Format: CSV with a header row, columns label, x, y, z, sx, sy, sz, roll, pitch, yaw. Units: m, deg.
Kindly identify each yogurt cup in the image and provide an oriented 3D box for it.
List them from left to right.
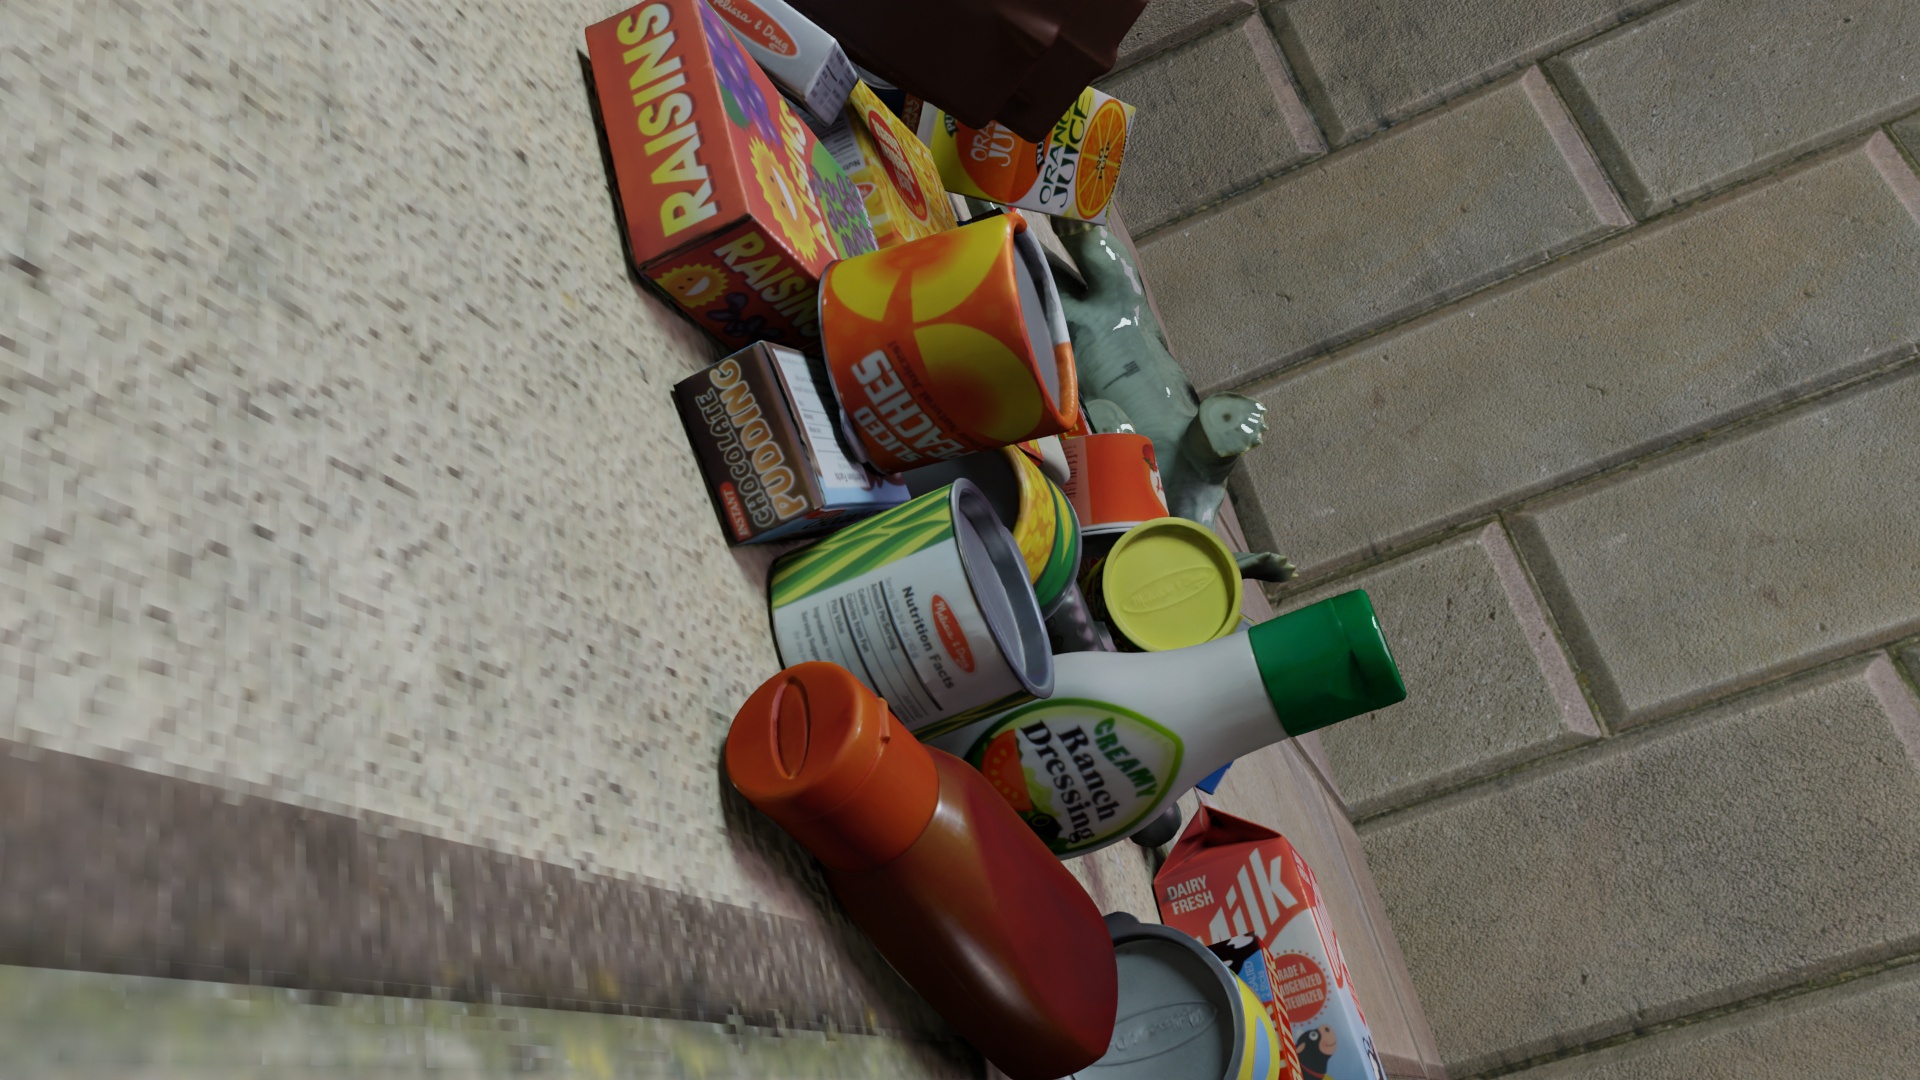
label,x,y,z,sx,sy,sz,roll,pitch,yaw
yogurt cup,0.074,-0.023,0.718,0.072,0.072,0.054,29,55,-69

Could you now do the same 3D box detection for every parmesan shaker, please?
label,x,y,z,sx,sy,sz,roll,pitch,yaw
parmesan shaker,0.092,0.035,0.687,0.103,0.071,0.071,118,-46,-75

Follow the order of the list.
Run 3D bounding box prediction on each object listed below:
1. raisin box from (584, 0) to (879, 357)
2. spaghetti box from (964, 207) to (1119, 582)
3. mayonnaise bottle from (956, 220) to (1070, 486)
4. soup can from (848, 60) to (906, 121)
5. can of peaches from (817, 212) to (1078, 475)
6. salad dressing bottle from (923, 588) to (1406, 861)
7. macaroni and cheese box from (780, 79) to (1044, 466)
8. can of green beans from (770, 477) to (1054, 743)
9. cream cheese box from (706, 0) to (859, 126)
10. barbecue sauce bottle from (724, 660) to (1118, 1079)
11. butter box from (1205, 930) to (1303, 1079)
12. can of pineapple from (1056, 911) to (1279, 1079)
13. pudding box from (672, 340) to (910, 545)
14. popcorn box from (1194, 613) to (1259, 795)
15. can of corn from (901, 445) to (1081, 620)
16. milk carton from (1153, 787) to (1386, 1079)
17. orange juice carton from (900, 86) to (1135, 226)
label,x,y,z,sx,sy,sz,roll,pitch,yaw
raisin box,-0.063,-0.100,0.437,0.123,0.040,0.086,39,32,-65
spaghetti box,0.048,-0.061,0.770,0.029,0.050,0.250,-8,76,-79
mayonnaise bottle,0.013,-0.094,0.704,0.064,0.041,0.148,29,40,-56
soup can,-0.022,-0.269,0.801,0.083,0.071,0.071,36,35,-67
can of peaches,-0.002,-0.055,0.406,0.071,0.058,0.071,-14,91,-74
salad dressing bottle,0.063,0.057,0.437,0.064,0.147,0.044,64,14,-13
macaroni and cheese box,-0.022,-0.109,0.600,0.166,0.040,0.124,70,15,10
can of green beans,-0.013,0.023,0.393,0.071,0.058,0.071,60,16,-29
cream cheese box,-0.066,-0.174,0.490,0.053,0.024,0.104,35,10,-7
barbecue sauce bottle,-0.005,0.085,0.358,0.148,0.043,0.065,54,19,-42
butter box,0.114,0.220,0.580,0.024,0.053,0.104,56,18,-36
can of pineapple,0.068,0.165,0.461,0.057,0.071,0.071,51,22,-54
pudding box,-0.046,-0.027,0.404,0.049,0.030,0.084,68,14,3
popcorn box,0.128,0.078,0.729,0.038,0.085,0.126,31,0,1
can of corn,0.002,-0.006,0.473,0.058,0.071,0.071,37,33,-64
milk carton,0.151,0.216,0.685,0.072,0.073,0.191,49,23,-53
orange juice carton,0.024,-0.220,0.753,0.193,0.073,0.071,-16,122,-63
